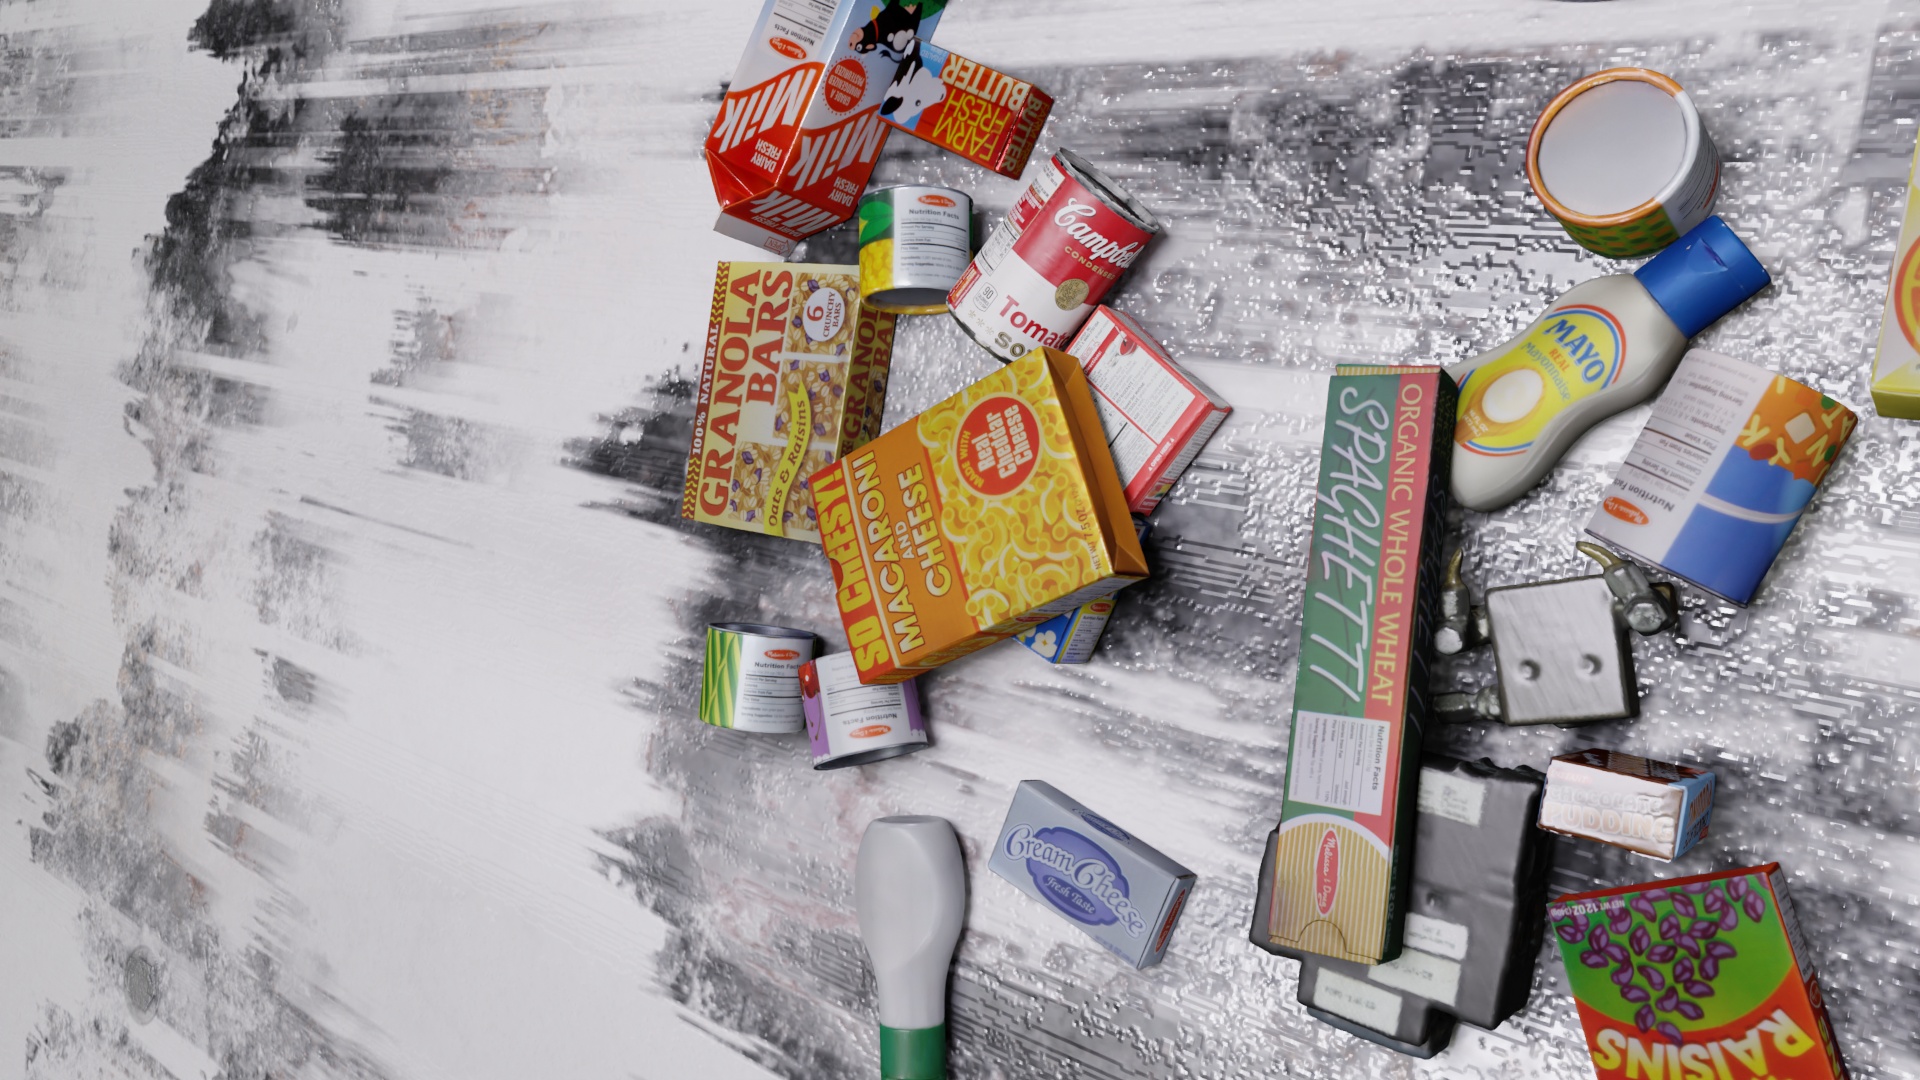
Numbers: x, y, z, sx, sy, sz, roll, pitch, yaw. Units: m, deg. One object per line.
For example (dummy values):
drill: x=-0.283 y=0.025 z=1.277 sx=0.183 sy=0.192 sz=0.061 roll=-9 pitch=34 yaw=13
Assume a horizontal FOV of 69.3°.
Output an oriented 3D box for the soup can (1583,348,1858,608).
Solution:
soup can: x=0.301 y=-0.024 z=0.550 sx=0.071 sy=0.071 sz=0.083 roll=33 pitch=104 yaw=33

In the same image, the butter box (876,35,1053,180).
butter box: x=0.001 y=-0.252 z=0.807 sx=0.104 sy=0.024 sz=0.053 roll=34 pitch=104 yaw=33

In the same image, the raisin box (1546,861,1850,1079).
raisin box: x=0.294 y=0.197 z=0.548 sx=0.086 sy=0.040 sz=0.123 roll=-21 pitch=73 yaw=32

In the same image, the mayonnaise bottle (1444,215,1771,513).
mayonnaise bottle: x=0.265 y=-0.077 z=0.592 sx=0.147 sy=0.041 sz=0.065 roll=-40 pitch=63 yaw=26

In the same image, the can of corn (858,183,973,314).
can of corn: x=-0.026 y=-0.164 z=0.794 sx=0.071 sy=0.071 sz=0.058 roll=-4 pitch=84 yaw=35

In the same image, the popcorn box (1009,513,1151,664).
popcorn box: x=0.030 y=0.001 z=0.754 sx=0.127 sy=0.038 sz=0.085 roll=32 pitch=105 yaw=33

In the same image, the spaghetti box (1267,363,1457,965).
spaghetti box: x=0.172 y=0.048 z=0.591 sx=0.050 sy=0.029 sz=0.250 roll=3 pitch=82 yaw=36

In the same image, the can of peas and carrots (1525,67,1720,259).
can of peas and carrots: x=0.275 y=-0.157 z=0.582 sx=0.071 sy=0.059 sz=0.071 roll=-4 pitch=83 yaw=35

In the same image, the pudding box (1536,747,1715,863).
pudding box: x=0.265 y=0.103 z=0.549 sx=0.049 sy=0.084 sz=0.030 roll=10 pitch=92 yaw=36

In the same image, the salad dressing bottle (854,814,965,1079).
salad dressing bottle: x=-0.028 y=0.229 z=0.771 sx=0.064 sy=0.044 sz=0.147 roll=-4 pitch=84 yaw=33

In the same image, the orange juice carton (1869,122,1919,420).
orange juice carton: x=0.384 y=-0.139 z=0.495 sx=0.073 sy=0.072 sz=0.192 roll=11 pitch=92 yaw=35

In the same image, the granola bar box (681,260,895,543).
granola bar box: x=-0.106 y=-0.086 z=0.859 sx=0.124 sy=0.039 sz=0.165 roll=9 pitch=91 yaw=35

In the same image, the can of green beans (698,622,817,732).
can of green beans: x=-0.122 y=0.082 z=0.838 sx=0.071 sy=0.071 sz=0.058 roll=7 pitch=90 yaw=36

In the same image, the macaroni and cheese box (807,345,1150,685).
macaroni and cheese box: x=0.003 y=-0.009 z=0.724 sx=0.166 sy=0.040 sz=0.124 roll=-26 pitch=71 yaw=31

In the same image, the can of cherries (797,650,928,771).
can of cherries: x=-0.057 y=0.096 z=0.792 sx=0.071 sy=0.071 sz=0.058 roll=-21 pitch=74 yaw=32

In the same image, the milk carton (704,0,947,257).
milk carton: x=-0.089 y=-0.267 z=0.844 sx=0.073 sy=0.072 sz=0.190 roll=34 pitch=104 yaw=33

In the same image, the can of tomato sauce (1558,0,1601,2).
can of tomato sauce: x=0.267 y=-0.285 z=0.595 sx=0.071 sy=0.071 sz=0.083 roll=16 pitch=94 yaw=35

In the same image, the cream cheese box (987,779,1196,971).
cream cheese box: x=0.066 y=0.171 z=0.721 sx=0.104 sy=0.024 sz=0.053 roll=27 pitch=101 yaw=34
